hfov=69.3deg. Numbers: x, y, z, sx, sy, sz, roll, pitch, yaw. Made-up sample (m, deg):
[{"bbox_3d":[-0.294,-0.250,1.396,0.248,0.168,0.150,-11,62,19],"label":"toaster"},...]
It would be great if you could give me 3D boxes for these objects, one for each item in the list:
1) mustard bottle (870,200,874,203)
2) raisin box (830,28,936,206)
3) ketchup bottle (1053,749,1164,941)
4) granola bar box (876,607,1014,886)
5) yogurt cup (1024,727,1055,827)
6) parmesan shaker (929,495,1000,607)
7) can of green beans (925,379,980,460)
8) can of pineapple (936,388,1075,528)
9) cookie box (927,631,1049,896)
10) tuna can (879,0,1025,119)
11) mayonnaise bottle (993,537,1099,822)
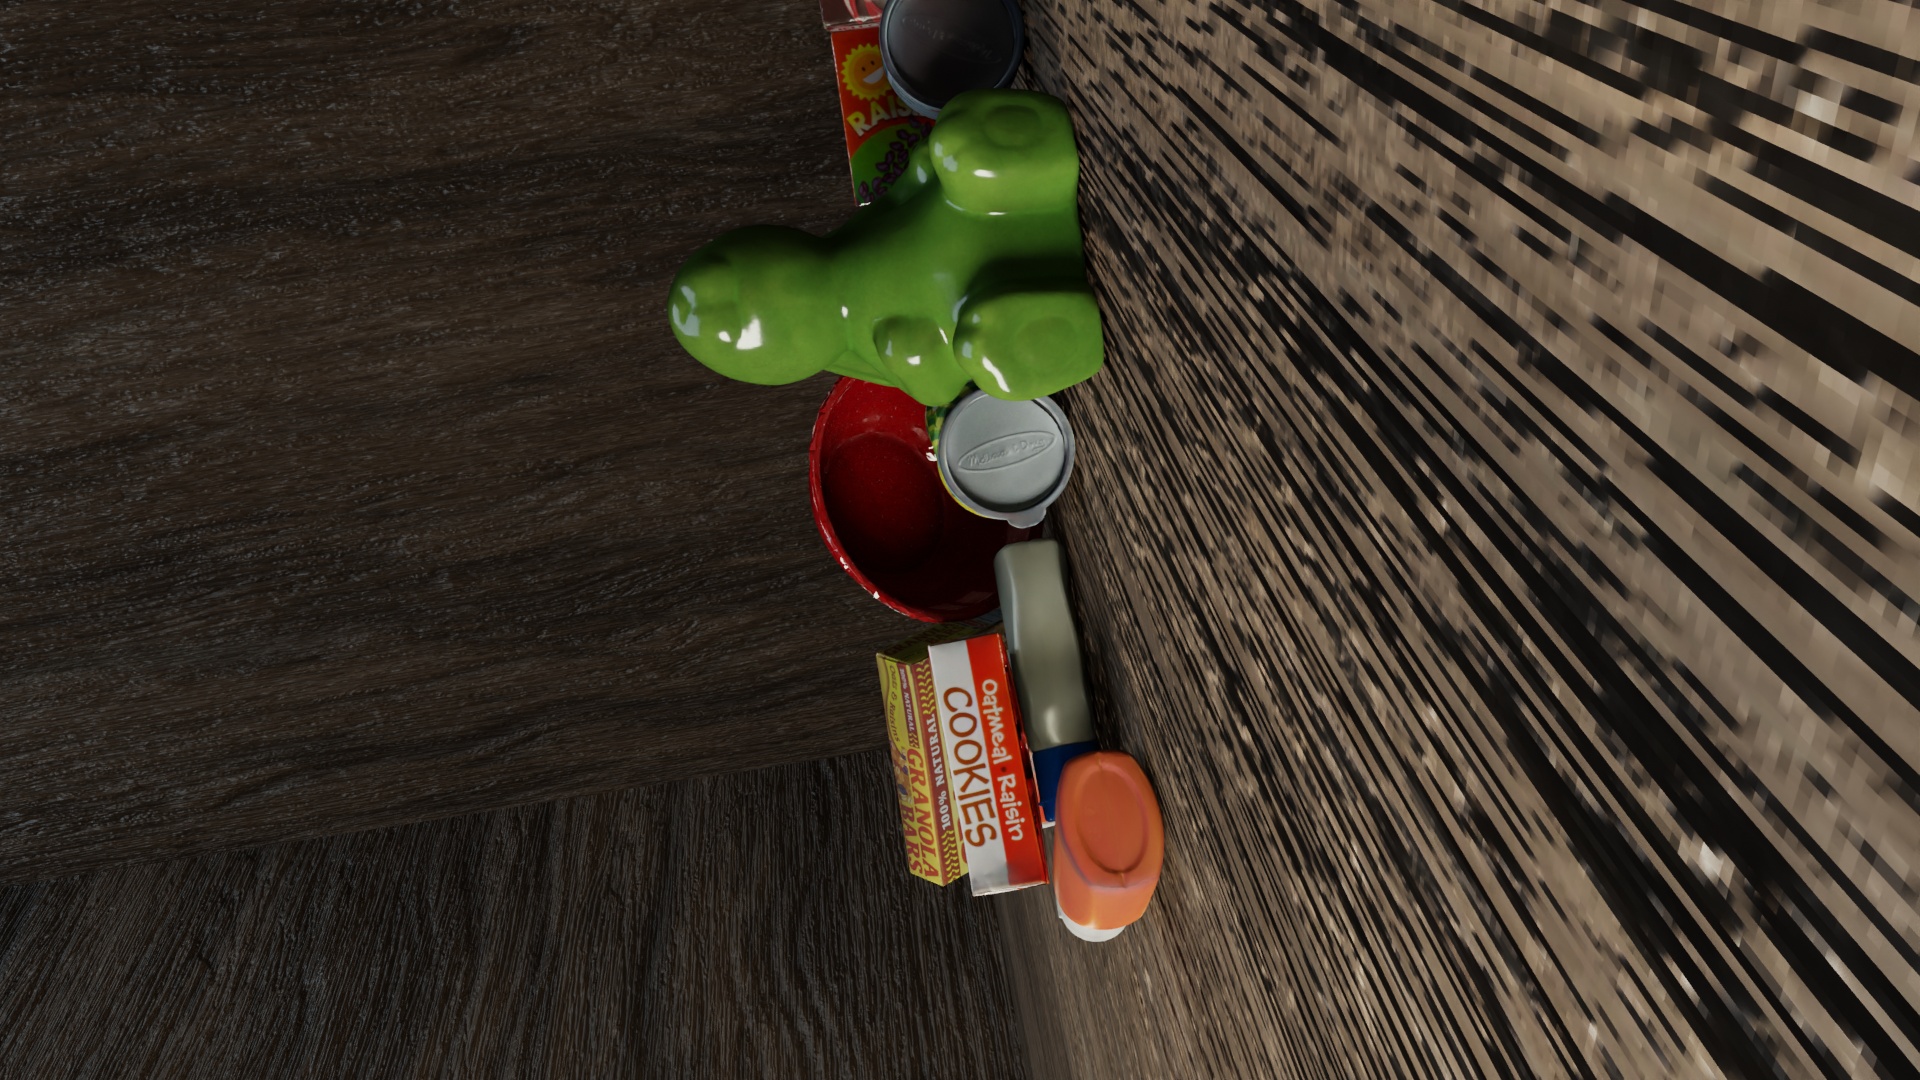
[{"bbox_3d":[-0.026,-0.177,0.797,0.048,0.065,0.160,62,164,-18],"label":"mustard bottle"},{"bbox_3d":[-0.043,-0.310,1.005,0.040,0.086,0.123,-92,-5,-69],"label":"raisin box"},{"bbox_3d":[0.064,0.149,0.634,0.148,0.043,0.065,86,176,-61],"label":"ketchup bottle"},{"bbox_3d":[0.011,0.135,0.955,0.039,0.125,0.165,11,115,46],"label":"granola bar box"},{"bbox_3d":[0.043,0.150,0.909,0.072,0.072,0.053,-107,17,-73],"label":"yogurt cup"},{"bbox_3d":[0.003,-0.011,0.915,0.071,0.071,0.102,-101,-15,-45],"label":"parmesan shaker"},{"bbox_3d":[0.016,-0.061,0.758,0.058,0.071,0.071,-108,10,-72],"label":"can of green beans"},{"bbox_3d":[0.021,-0.041,0.693,0.058,0.071,0.071,-174,75,-88],"label":"can of pineapple"},{"bbox_3d":[0.017,0.123,0.741,0.167,0.040,0.123,80,179,-77],"label":"cookie box"},{"bbox_3d":[-0.003,-0.231,0.639,0.033,0.071,0.071,-114,16,-84],"label":"tuna can"},{"bbox_3d":[0.050,0.076,0.756,0.064,0.041,0.148,84,176,-77],"label":"mayonnaise bottle"}]
